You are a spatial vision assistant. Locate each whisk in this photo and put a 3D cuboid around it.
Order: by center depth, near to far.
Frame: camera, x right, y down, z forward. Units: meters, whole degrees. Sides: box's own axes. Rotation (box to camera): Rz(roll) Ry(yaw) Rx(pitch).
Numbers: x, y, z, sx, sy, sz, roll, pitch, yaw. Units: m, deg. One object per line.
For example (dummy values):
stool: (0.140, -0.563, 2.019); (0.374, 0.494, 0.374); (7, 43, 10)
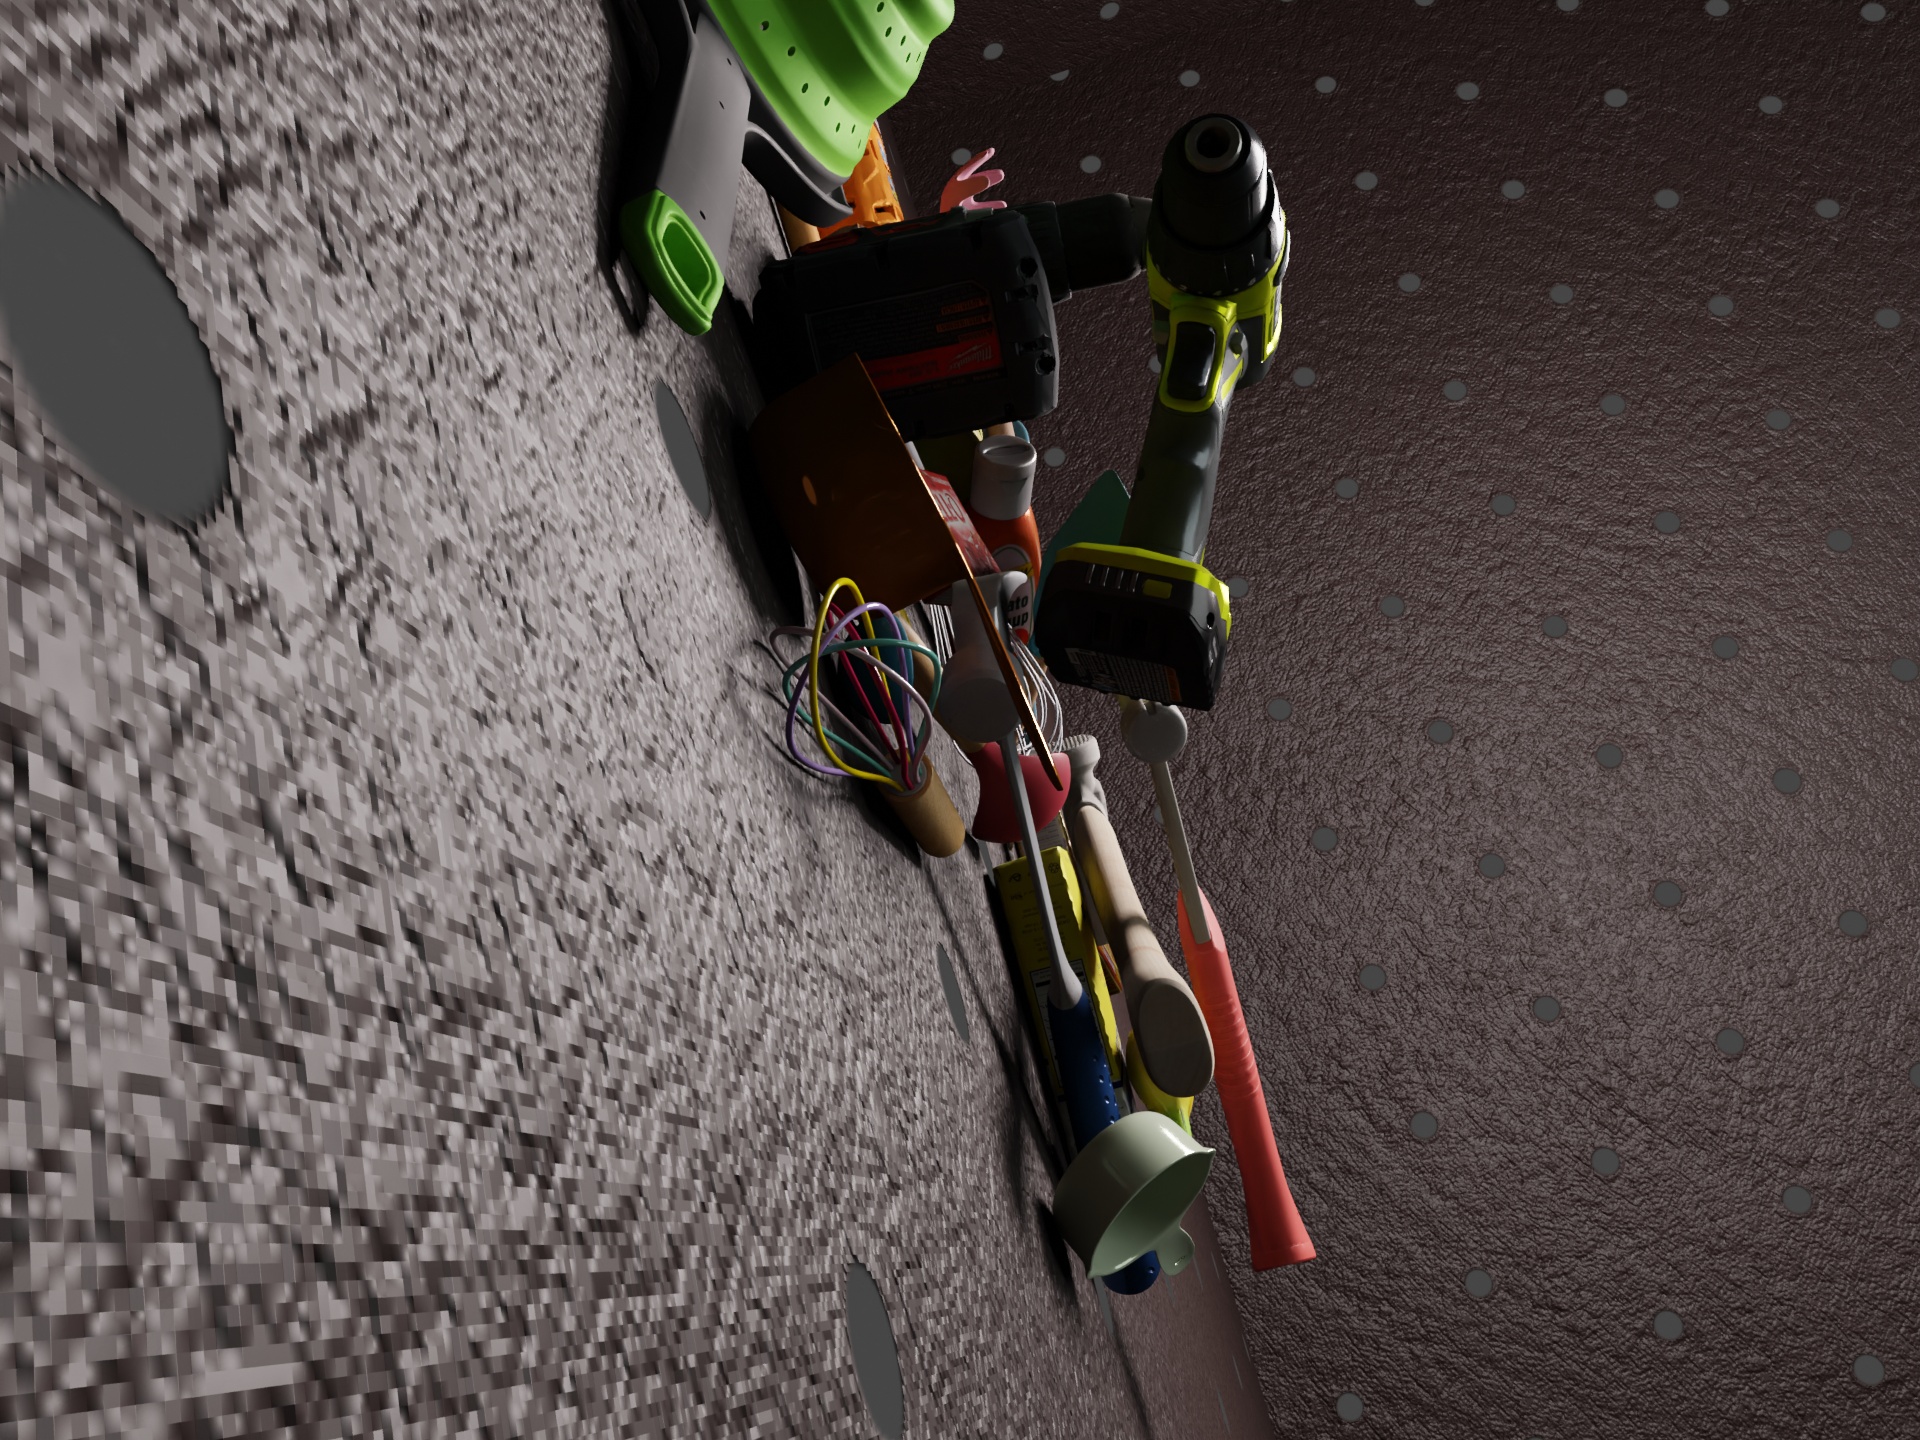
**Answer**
whisk: (-0.022, 0.010, 0.564); (0.244, 0.051, 0.047); (66, 3, -71)
whisk: (-0.012, -0.093, 0.930); (0.070, 0.070, 0.284); (12, 56, -84)

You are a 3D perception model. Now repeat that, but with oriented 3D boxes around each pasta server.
pasta server: (0.031, -0.198, 1.018); (0.060, 0.040, 0.316); (-65, 145, -65)

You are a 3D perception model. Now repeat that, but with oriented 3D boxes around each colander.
colander: (-0.061, -0.261, 0.585); (0.204, 0.094, 0.398); (55, 20, -37)

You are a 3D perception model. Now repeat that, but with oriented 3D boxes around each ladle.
ladle: (-0.001, -0.002, 0.780); (0.031, 0.069, 0.315); (47, -2, 31)

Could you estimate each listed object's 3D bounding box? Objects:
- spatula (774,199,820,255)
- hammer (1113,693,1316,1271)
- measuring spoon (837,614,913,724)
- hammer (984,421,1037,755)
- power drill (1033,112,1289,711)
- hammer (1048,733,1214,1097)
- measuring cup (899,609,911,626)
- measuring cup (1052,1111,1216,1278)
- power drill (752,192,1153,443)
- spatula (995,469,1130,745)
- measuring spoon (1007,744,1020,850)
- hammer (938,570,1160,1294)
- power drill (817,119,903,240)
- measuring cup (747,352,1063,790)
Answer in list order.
spatula: (-0.096, -0.327, 0.854); (0.081, 0.041, 0.322); (-73, 147, -82)
hammer: (0.138, 0.140, 0.880); (0.149, 0.036, 0.359); (-89, 164, -76)
measuring spoon: (-0.049, -0.052, 0.617); (0.129, 0.021, 0.042); (66, -31, 33)
hammer: (0.044, -0.072, 1.187); (0.128, 0.033, 0.330); (-102, -175, -49)
power drill: (0.096, -0.132, 0.703); (0.190, 0.080, 0.228); (46, 56, -76)
hammer: (0.094, 0.120, 0.894); (0.411, 0.038, 0.146); (-96, 170, -79)
measuring cup: (-0.036, -0.092, 0.779); (0.156, 0.029, 0.062); (65, 10, -53)
measuring cup: (0.088, 0.238, 0.775); (0.038, 0.083, 0.167); (42, -12, 31)
power drill: (0.005, -0.195, 0.721); (0.227, 0.188, 0.080); (-84, 163, -67)
spatula: (0.056, -0.035, 0.982); (0.317, 0.044, 0.082); (108, -36, -65)
measuring spoon: (0.031, 0.053, 1.110); (0.124, 0.018, 0.034); (-83, 178, -61)
hammer: (0.049, 0.117, 0.759); (0.144, 0.035, 0.405); (-88, 166, -60)
power drill: (-0.052, -0.306, 1.027); (0.226, 0.084, 0.164); (49, 24, -66)
measuring cup: (-0.021, -0.043, 0.549); (0.174, 0.052, 0.095); (65, 4, 18)
